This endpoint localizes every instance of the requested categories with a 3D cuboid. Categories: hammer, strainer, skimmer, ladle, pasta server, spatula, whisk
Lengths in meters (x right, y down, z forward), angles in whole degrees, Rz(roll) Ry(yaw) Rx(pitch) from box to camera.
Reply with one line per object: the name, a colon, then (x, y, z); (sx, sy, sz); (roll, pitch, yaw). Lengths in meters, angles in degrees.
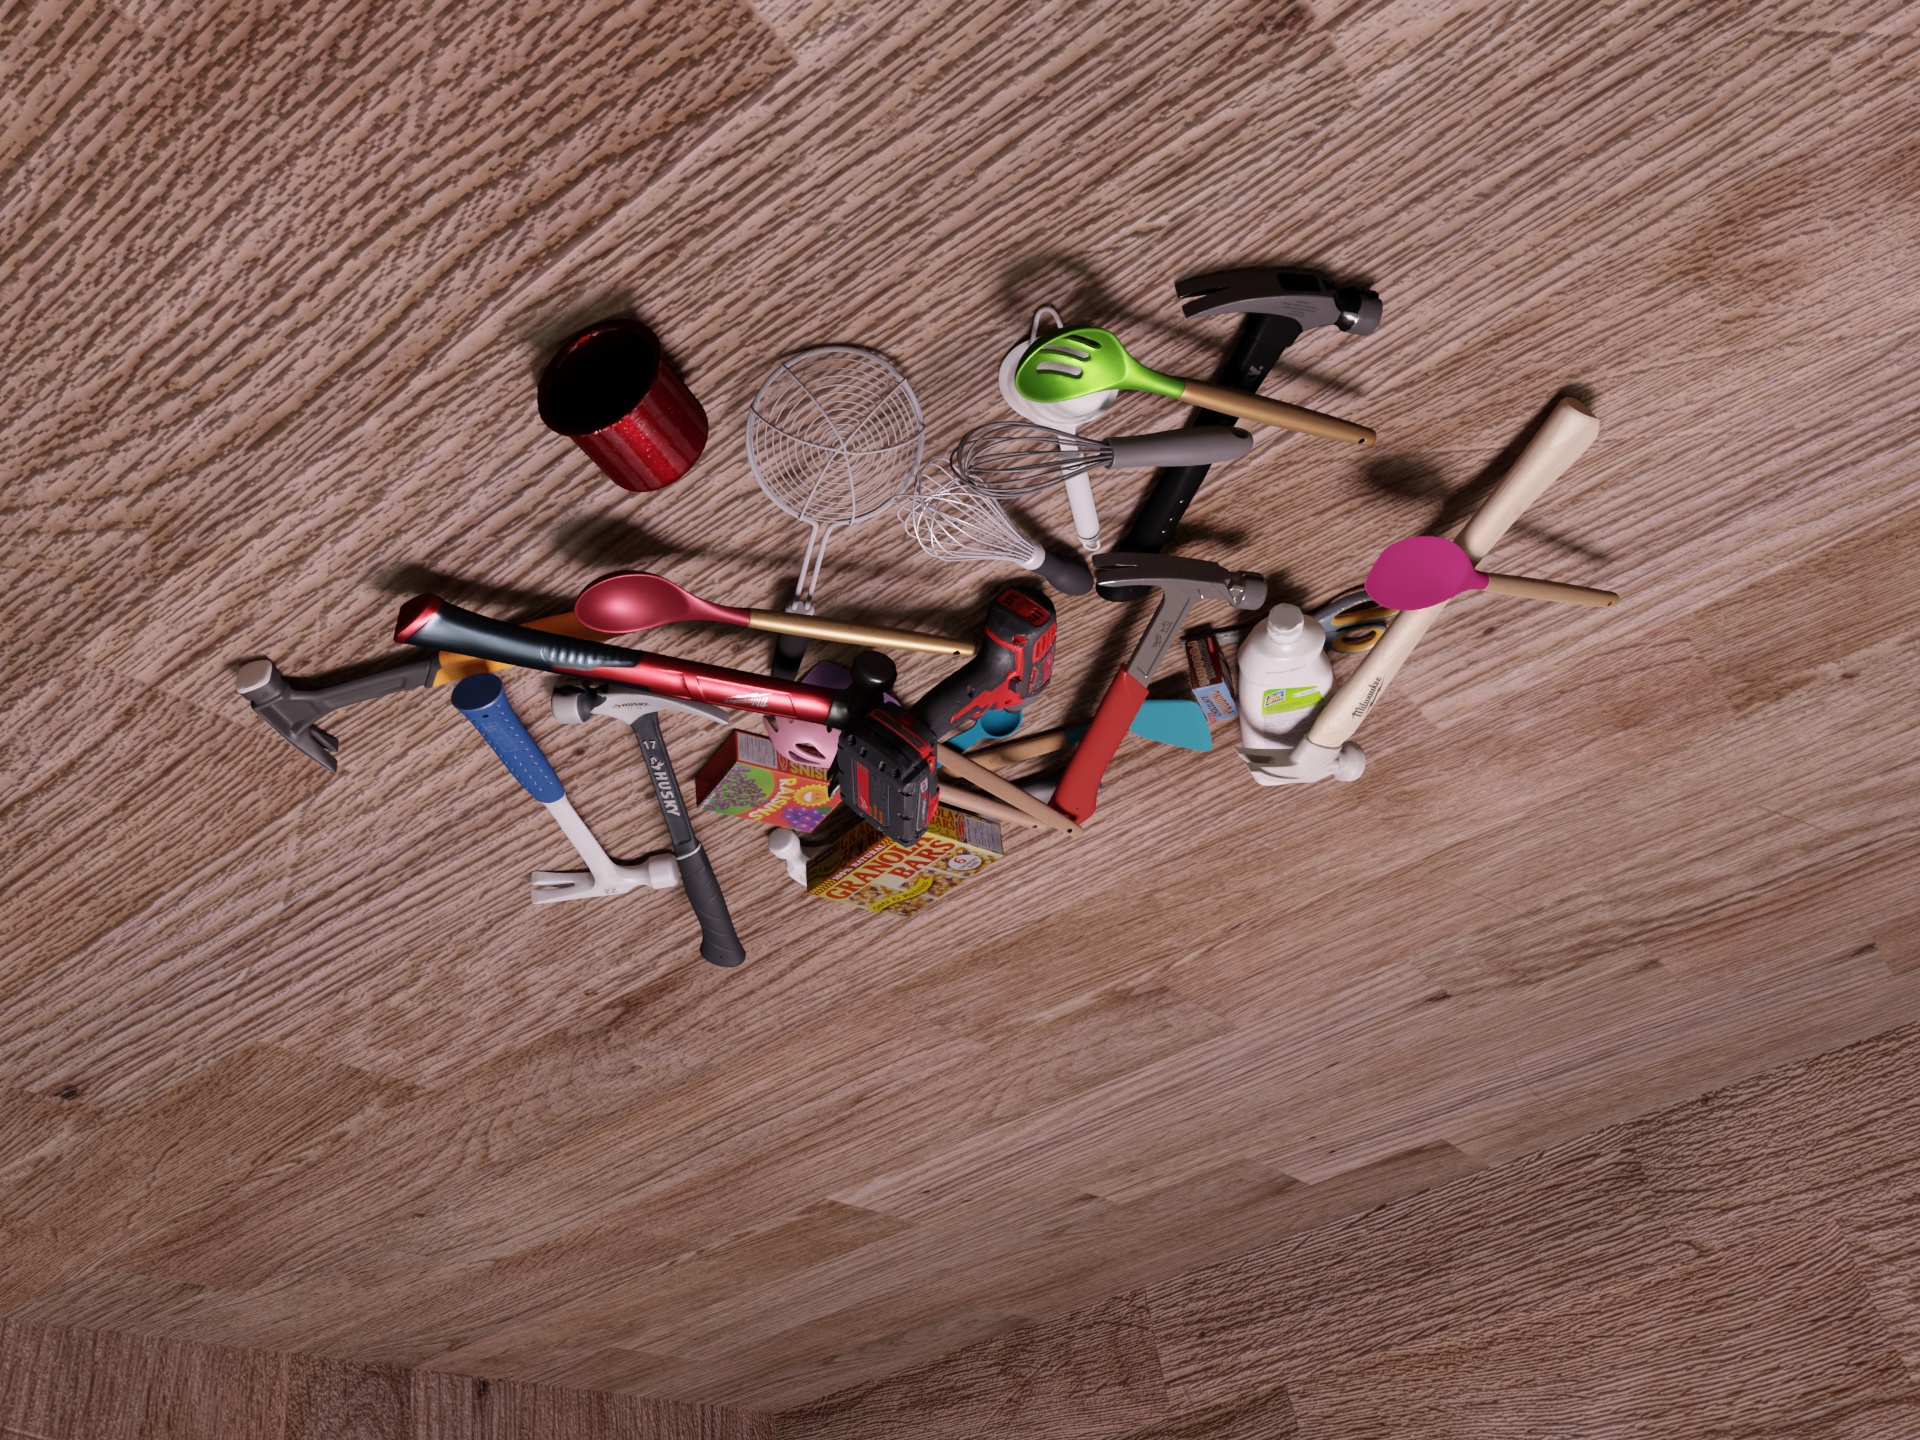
hammer: (-0.254, -0.027, 1.277); (0.386, 0.038, 0.143); (11, 129, -19)
hammer: (-0.404, -0.043, 1.297); (0.337, 0.034, 0.127); (-15, 144, 7)
hammer: (0.134, -0.015, 1.412); (0.149, 0.037, 0.358); (4, 142, -16)
strainer: (0.083, -0.202, 1.196); (0.087, 0.050, 0.258); (-1, 151, 14)
skimmer: (-0.116, -0.141, 1.238); (0.127, 0.090, 0.363); (3, 153, -12)
ladle: (-0.139, -0.077, 1.236); (0.315, 0.031, 0.069); (7, 142, -17)
hammer: (-0.253, 0.107, 1.482); (0.149, 0.036, 0.408); (-2, 138, 6)
pasta server: (-0.044, 0.053, 1.506); (0.316, 0.040, 0.060); (20, 135, -32)
hammer: (-0.019, 0.104, 1.608); (0.331, 0.033, 0.128); (-18, 144, 11)
hammer: (0.388, -0.098, 1.349); (0.146, 0.038, 0.410); (2, 133, -36)
spatula: (0.078, 0.031, 1.521); (0.317, 0.044, 0.082); (-16, 142, 10)
whisk: (0.105, -0.192, 1.137); (0.239, 0.055, 0.055); (-8, 146, -21)
hammer: (-0.373, 0.074, 1.437); (0.144, 0.035, 0.405); (-10, 151, 0)
hammer: (0.177, -0.206, 1.217); (0.146, 0.035, 0.334); (3, 143, -20)
whisk: (0.038, -0.137, 1.222); (0.070, 0.070, 0.284); (-28, 159, 23)
spatula: (-0.012, 0.036, 1.460); (0.315, 0.018, 0.059); (30, 119, -23)

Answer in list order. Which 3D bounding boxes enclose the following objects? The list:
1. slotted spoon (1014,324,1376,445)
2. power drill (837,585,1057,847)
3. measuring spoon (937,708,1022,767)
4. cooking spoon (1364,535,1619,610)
slotted spoon: (0.174, -0.229, 1.128); (0.313, 0.031, 0.070); (7, 142, -28)
power drill: (-0.002, -0.004, 1.338); (0.220, 0.079, 0.143); (-44, 158, -27)
measuring spoon: (-0.002, 0.016, 1.475); (0.128, 0.021, 0.042); (-31, 120, 5)
cooking spoon: (0.451, -0.114, 1.326); (0.318, 0.017, 0.068); (3, 125, -34)
